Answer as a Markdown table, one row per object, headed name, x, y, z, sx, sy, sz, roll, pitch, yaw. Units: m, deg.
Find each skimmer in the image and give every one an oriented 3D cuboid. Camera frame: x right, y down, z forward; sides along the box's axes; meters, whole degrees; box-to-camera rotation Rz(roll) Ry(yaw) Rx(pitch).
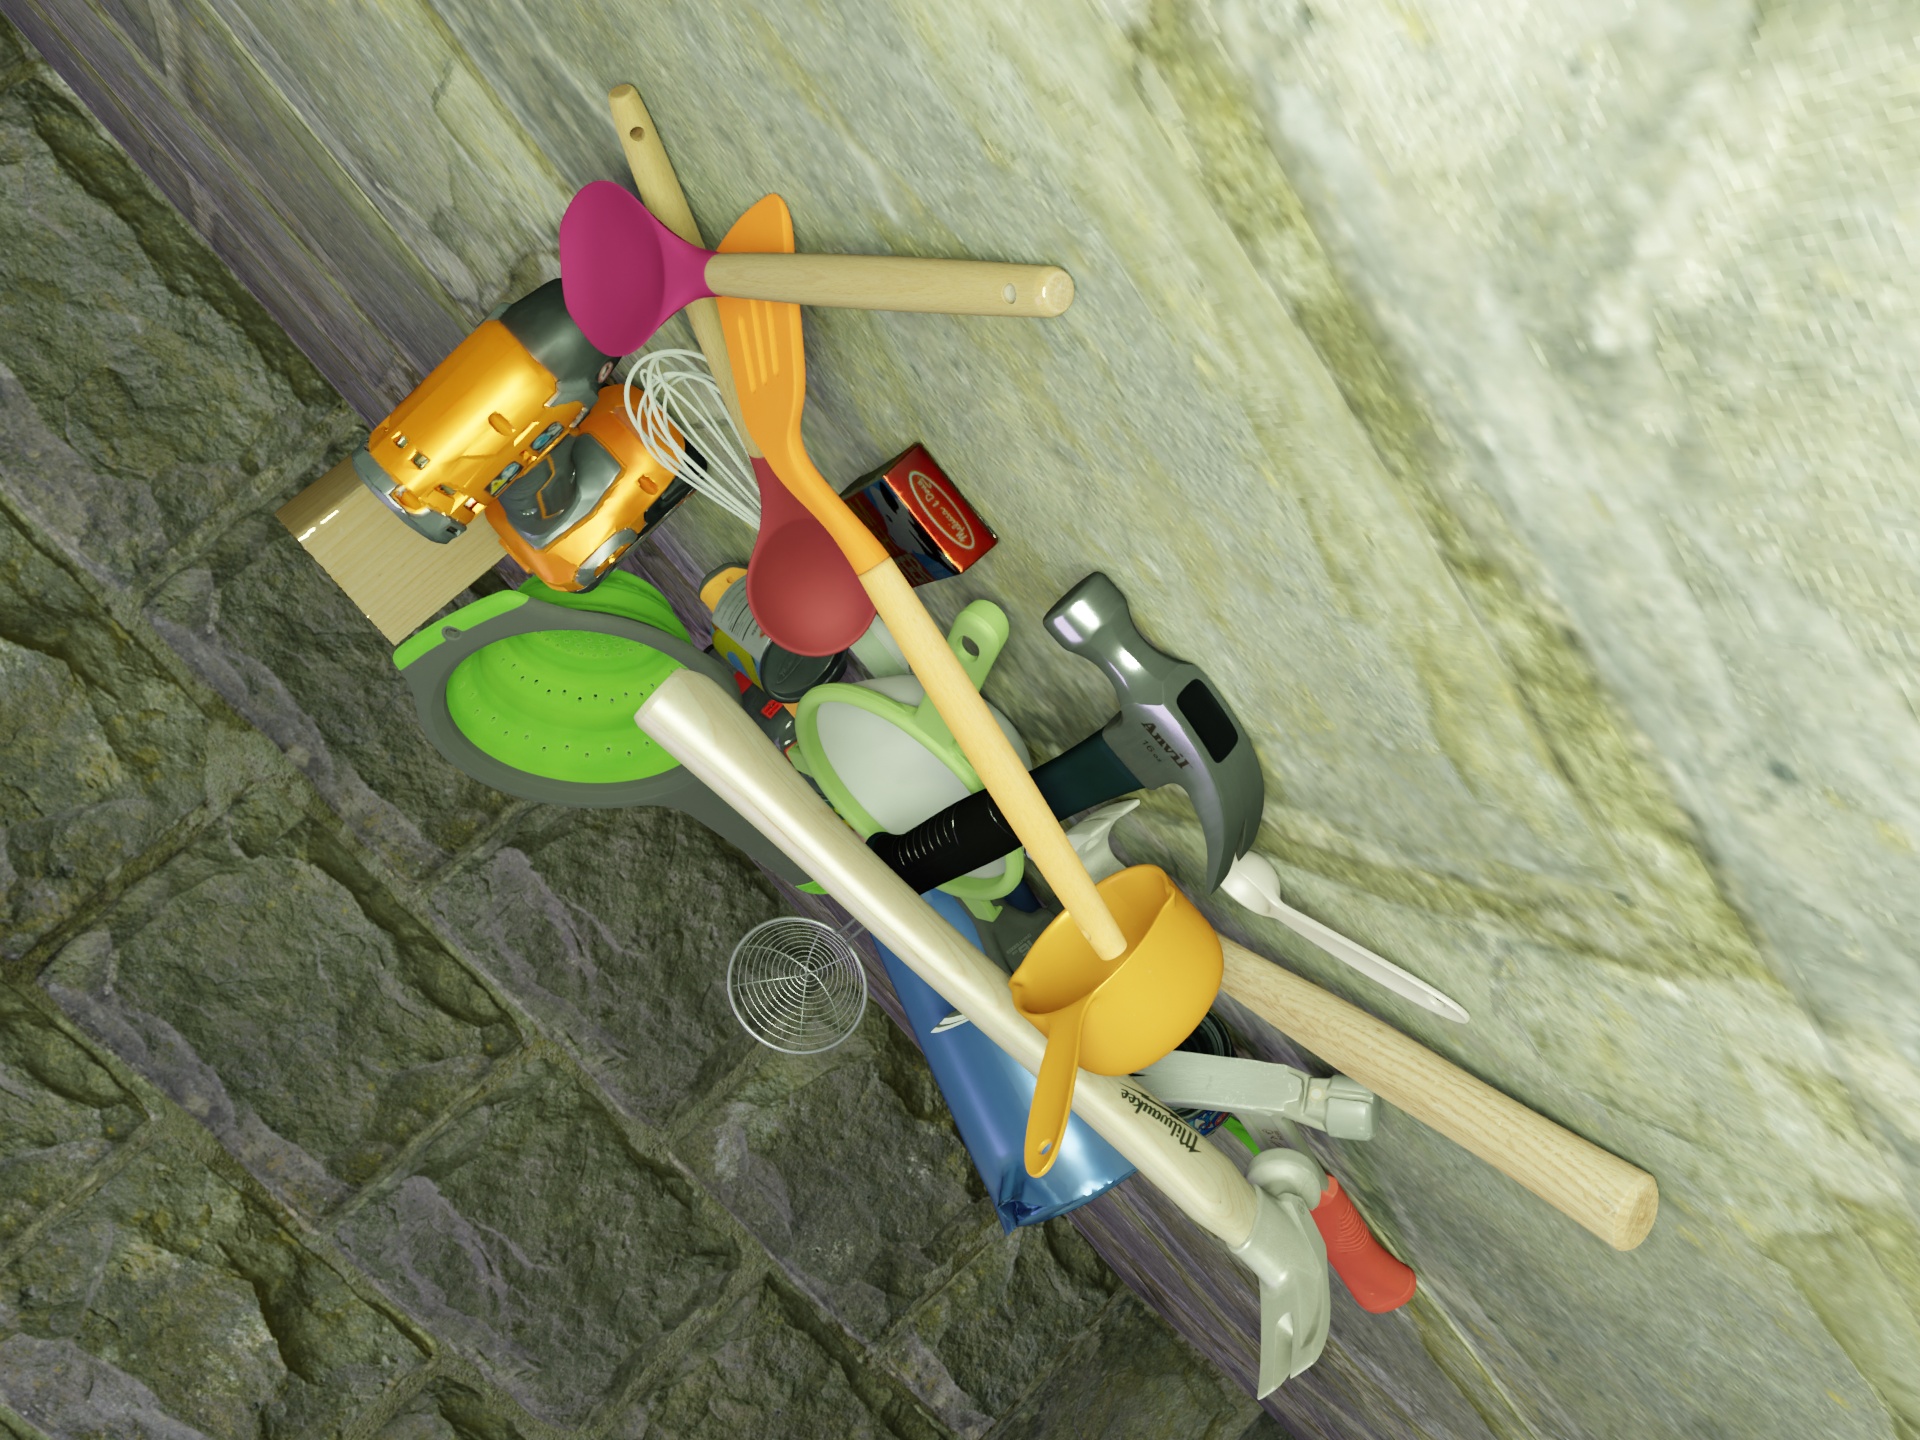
| name | x | y | z | sx | sy | sz | roll | pitch | yaw |
| --- | --- | --- | --- | --- | --- | --- | --- | --- | --- |
| skimmer | -0.091 | 0.178 | 1.285 | 0.127 | 0.090 | 0.363 | 44 | 146 | 0 |

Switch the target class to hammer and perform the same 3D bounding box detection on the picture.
| name | x | y | z | sx | sy | sz | roll | pitch | yaw |
| --- | --- | --- | --- | --- | --- | --- | --- | --- | --- |
| hammer | 0.201 | 0.281 | 0.938 | 0.149 | 0.037 | 0.358 | 0 | 147 | 27 |
| hammer | 0.012 | 0.129 | 0.721 | 0.410 | 0.038 | 0.146 | 42 | -159 | -5 |
| hammer | 0.155 | 0.129 | 0.713 | 0.332 | 0.031 | 0.129 | 28 | 147 | 47 |
| hammer | -0.063 | 0.036 | 1.015 | 0.337 | 0.127 | 0.034 | 51 | 153 | 11 |
| hammer | 0.024 | 0.040 | 0.721 | 0.128 | 0.033 | 0.331 | 48 | 153 | -4 |

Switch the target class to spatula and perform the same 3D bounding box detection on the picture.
| name | x | y | z | sx | sy | sz | roll | pitch | yaw |
| --- | --- | --- | --- | --- | --- | --- | --- | --- | --- |
| spatula | -0.014 | -0.044 | 0.622 | 0.322 | 0.041 | 0.081 | 58 | 155 | -11 |

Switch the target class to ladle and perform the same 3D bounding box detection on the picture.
| name | x | y | z | sx | sy | sz | roll | pitch | yaw |
| --- | --- | --- | --- | --- | --- | --- | --- | --- | --- |
| ladle | -0.098 | -0.141 | 0.718 | 0.315 | 0.069 | 0.031 | 72 | 172 | -51 |

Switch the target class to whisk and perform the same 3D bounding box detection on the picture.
| name | x | y | z | sx | sy | sz | roll | pitch | yaw |
| --- | --- | --- | --- | --- | --- | --- | --- | --- | --- |
| whisk | -0.089 | -0.096 | 0.835 | 0.246 | 0.059 | 0.058 | 51 | -154 | -35 |

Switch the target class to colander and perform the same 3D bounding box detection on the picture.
| name | x | y | z | sx | sy | sz | roll | pitch | yaw |
| --- | --- | --- | --- | --- | --- | --- | --- | --- | --- |
| colander | -0.200 | 0.004 | 1.098 | 0.396 | 0.204 | 0.095 | 42 | -146 | -44 |

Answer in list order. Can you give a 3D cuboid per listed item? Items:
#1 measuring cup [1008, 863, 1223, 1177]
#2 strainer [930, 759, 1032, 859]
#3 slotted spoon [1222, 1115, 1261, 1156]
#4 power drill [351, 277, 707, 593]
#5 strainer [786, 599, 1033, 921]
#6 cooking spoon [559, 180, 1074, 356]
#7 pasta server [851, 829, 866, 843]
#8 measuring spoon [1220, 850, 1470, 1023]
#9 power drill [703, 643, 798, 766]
| name | x | y | z | sx | sy | sz | roll | pitch | yaw |
| --- | --- | --- | --- | --- | --- | --- | --- | --- | --- |
| measuring cup | 0.062 | 0.134 | 0.657 | 0.052 | 0.095 | 0.174 | 46 | -147 | -16 |
| strainer | 0.037 | 0.065 | 0.916 | 0.259 | 0.050 | 0.086 | 29 | 154 | 38 |
| slotted spoon | 0.141 | 0.240 | 1.133 | 0.314 | 0.031 | 0.070 | 40 | 165 | 34 |
| power drill | -0.209 | -0.153 | 0.847 | 0.084 | 0.164 | 0.226 | 45 | 180 | 6 |
| strainer | -0.001 | -0.003 | 0.808 | 0.151 | 0.069 | 0.256 | 39 | 151 | 8 |
| cooking spoon | -0.071 | -0.157 | 0.562 | 0.319 | 0.017 | 0.068 | 21 | 117 | 49 |
| pasta server | 0.023 | 0.174 | 1.185 | 0.316 | 0.060 | 0.040 | 41 | -147 | -20 |
| measuring spoon | 0.157 | 0.086 | 0.657 | 0.124 | 0.018 | 0.034 | 31 | 161 | 31 |
| power drill | -0.133 | 0.029 | 1.282 | 0.143 | 0.078 | 0.219 | 37 | 161 | 37 |
